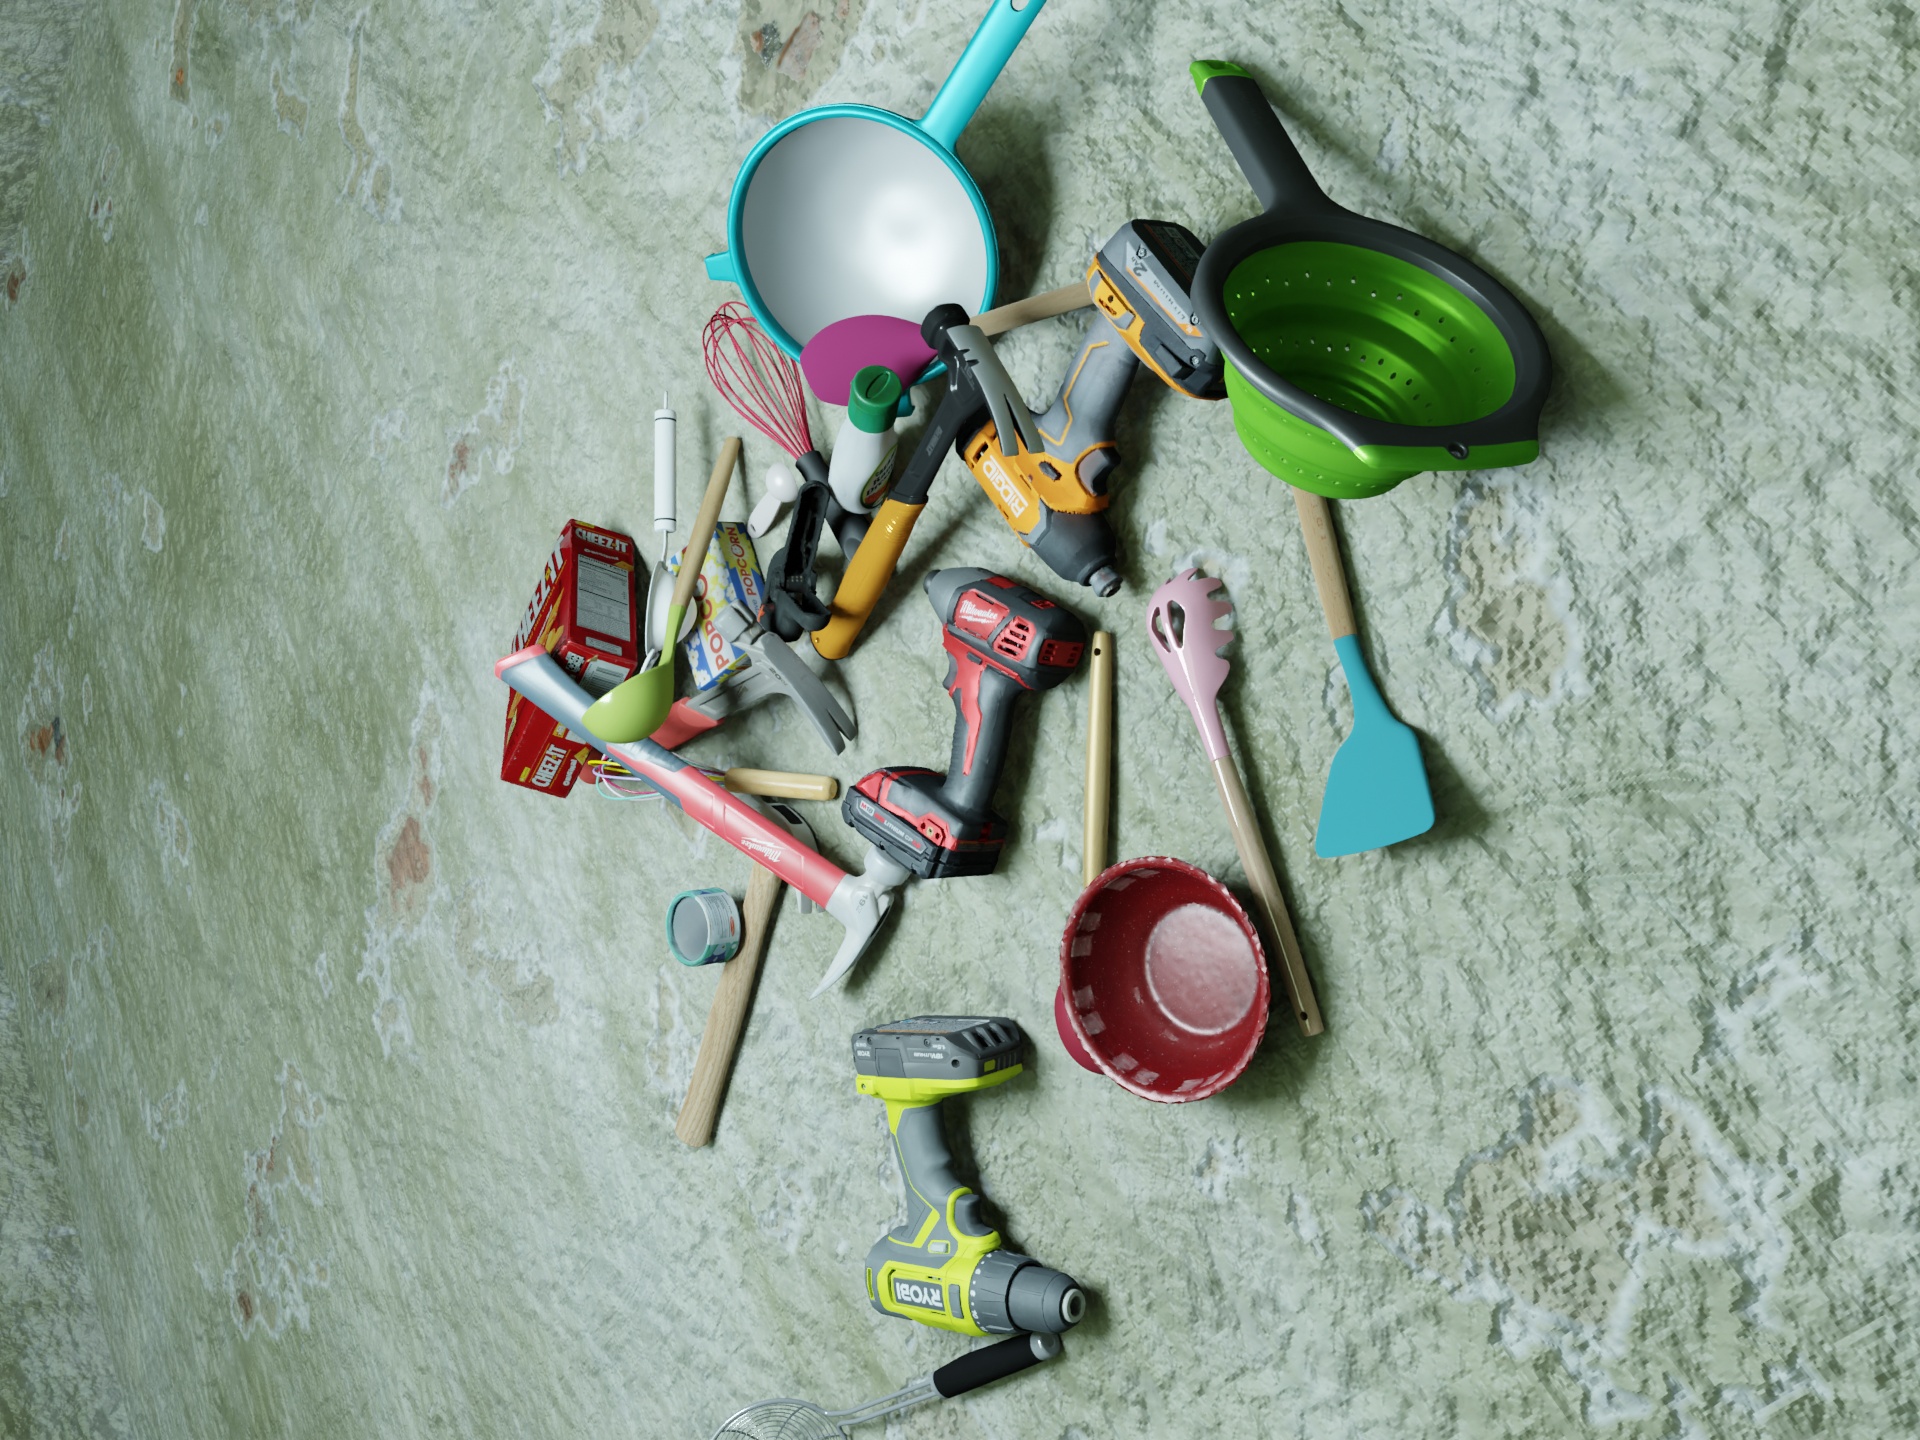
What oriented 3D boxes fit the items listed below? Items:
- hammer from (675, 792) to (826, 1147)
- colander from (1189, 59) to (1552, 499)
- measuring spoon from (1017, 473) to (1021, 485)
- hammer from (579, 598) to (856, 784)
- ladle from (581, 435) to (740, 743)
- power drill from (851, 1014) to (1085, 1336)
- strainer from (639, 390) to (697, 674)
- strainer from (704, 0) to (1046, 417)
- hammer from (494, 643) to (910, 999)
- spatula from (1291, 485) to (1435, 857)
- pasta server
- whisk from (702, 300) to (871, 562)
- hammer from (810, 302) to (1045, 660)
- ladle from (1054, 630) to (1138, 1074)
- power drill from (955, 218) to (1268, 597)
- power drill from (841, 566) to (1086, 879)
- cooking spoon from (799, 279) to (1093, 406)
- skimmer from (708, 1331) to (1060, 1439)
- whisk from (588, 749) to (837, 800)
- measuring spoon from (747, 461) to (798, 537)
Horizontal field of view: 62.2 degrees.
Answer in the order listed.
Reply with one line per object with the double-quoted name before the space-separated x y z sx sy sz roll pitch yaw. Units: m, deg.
"hammer" -0.194 0.229 1.391 0.130 0.031 0.331 31 112 39
"colander" 0.203 -0.258 0.959 0.094 0.204 0.398 105 155 -50
"measuring spoon" 0.034 -0.216 1.188 0.021 0.011 0.117 -27 68 21
"hammer" -0.240 0.008 1.404 0.149 0.037 0.359 50 141 -14
"ladle" -0.238 -0.118 1.315 0.078 0.062 0.320 -40 32 52
"power drill" 0.002 0.341 1.181 0.190 0.080 0.228 -9 87 43
"strainer" -0.254 -0.162 1.381 0.087 0.050 0.258 108 161 -83
"strainer" -0.027 -0.401 1.152 0.211 0.095 0.340 36 127 -6
"hammer" -0.230 0.069 1.304 0.386 0.038 0.143 33 109 10
"spatula" 0.228 -0.077 0.985 0.082 0.044 0.318 -22 75 43
"pasta server" 0.184 0.050 1.042 0.060 0.040 0.316 -26 77 40
"whisk" -0.135 -0.231 1.315 0.073 0.073 0.296 -44 69 34
"hammer" -0.043 -0.144 1.179 0.127 0.034 0.336 62 145 21
"ladle" 0.097 0.095 1.123 0.069 0.031 0.315 1 90 35
"power drill" 0.104 -0.201 1.070 0.164 0.084 0.226 57 131 18
"power drill" -0.002 -0.004 1.181 0.143 0.078 0.219 33 109 38
"cooking spoon" 0.019 -0.285 1.142 0.319 0.017 0.068 -10 119 28
"skimmer" -0.064 0.555 1.235 0.363 0.090 0.127 -37 99 34
"whisk" -0.217 0.050 1.362 0.245 0.047 0.051 4 51 25
"measuring spoon" -0.165 -0.179 1.337 0.034 0.018 0.124 58 152 4
